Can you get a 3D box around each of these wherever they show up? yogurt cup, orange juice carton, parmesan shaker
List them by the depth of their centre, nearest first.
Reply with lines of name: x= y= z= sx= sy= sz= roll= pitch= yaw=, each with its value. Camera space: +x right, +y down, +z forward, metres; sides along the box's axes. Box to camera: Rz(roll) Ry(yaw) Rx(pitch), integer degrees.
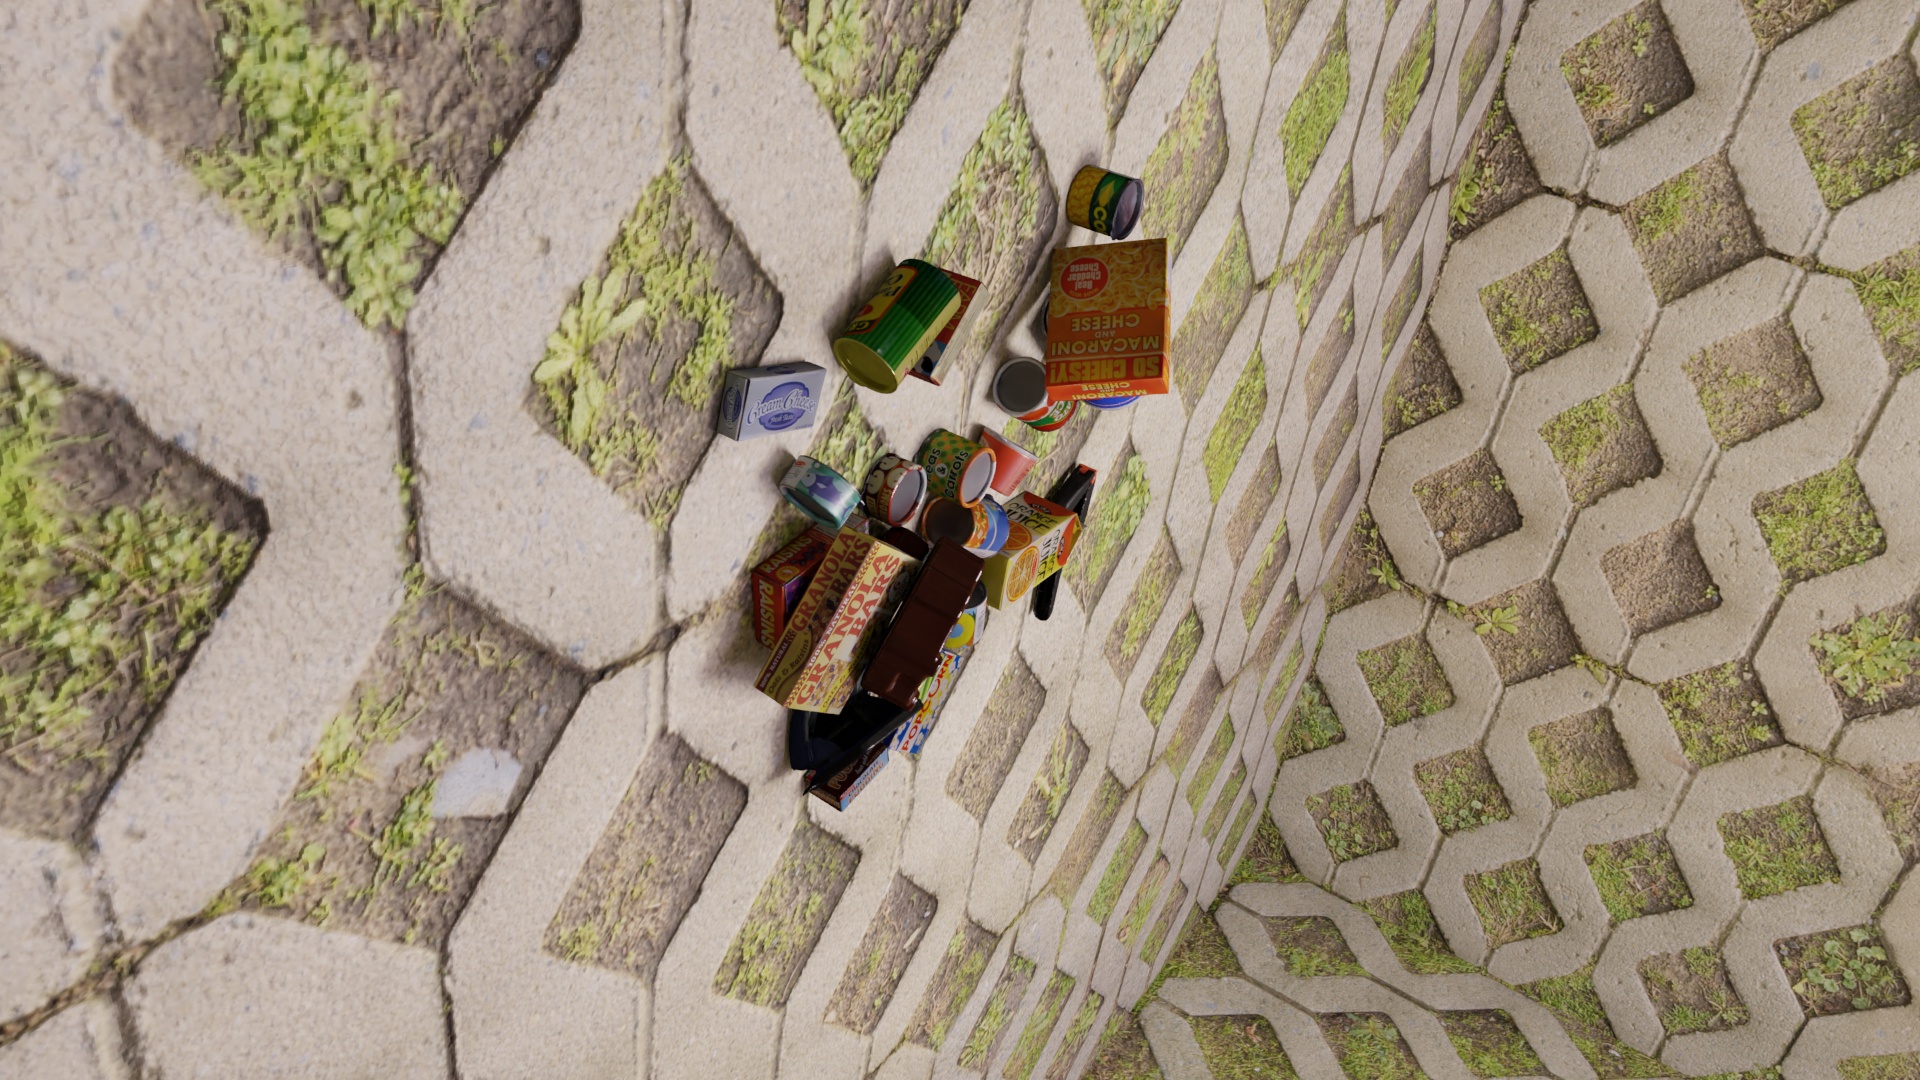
parmesan shaker: x=-0.055 y=-0.186 z=1.203 sx=0.103 sy=0.071 sz=0.071 roll=-55 pitch=153 yaw=-23
yogurt cup: x=0.042 y=-0.083 z=1.486 sx=0.054 sy=0.072 sz=0.072 roll=-59 pitch=156 yaw=6
orange juice carton: x=0.073 y=0.003 z=1.611 sx=0.193 sy=0.072 sz=0.072 roll=-33 pitch=140 yaw=-49

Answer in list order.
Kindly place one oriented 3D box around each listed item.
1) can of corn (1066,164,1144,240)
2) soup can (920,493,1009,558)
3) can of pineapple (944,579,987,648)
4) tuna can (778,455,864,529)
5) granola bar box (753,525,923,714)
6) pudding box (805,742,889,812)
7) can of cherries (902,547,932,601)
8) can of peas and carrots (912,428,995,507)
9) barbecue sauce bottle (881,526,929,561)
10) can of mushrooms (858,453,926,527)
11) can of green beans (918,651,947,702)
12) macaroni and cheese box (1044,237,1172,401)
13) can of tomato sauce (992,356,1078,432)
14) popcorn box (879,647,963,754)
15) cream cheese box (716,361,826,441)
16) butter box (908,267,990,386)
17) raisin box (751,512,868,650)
can of corn: x=0.151 y=-0.354 z=1.461 sx=0.071 sy=0.058 sz=0.070 roll=-45 pitch=148 yaw=-38
soup can: x=0.005 y=-0.018 z=1.468 sx=0.084 sy=0.071 sz=0.071 roll=9 pitch=105 yaw=-64
can of pineapple: x=-0.007 y=0.077 z=1.531 sx=0.071 sy=0.071 sz=0.057 roll=-39 pitch=145 yaw=-43
tuna can: x=-0.120 y=-0.040 z=1.198 sx=0.033 sy=0.071 sz=0.071 roll=-56 pitch=154 yaw=-15
granola bar box: x=-0.109 y=0.074 z=1.262 sx=0.165 sy=0.039 sz=0.124 roll=-61 pitch=159 yaw=0
pudding box: x=-0.120 y=0.242 z=1.473 sx=0.084 sy=0.050 sz=0.030 roll=-43 pitch=149 yaw=-38
can of cherries: x=-0.030 y=0.046 z=1.464 sx=0.072 sy=0.058 sz=0.071 roll=-45 pitch=148 yaw=-39
can of peas and carrots: x=-0.006 y=-0.073 z=1.403 sx=0.071 sy=0.059 sz=0.070 roll=-44 pitch=147 yaw=-38
barbecue sauce bottle: x=-0.090 y=0.056 z=1.361 sx=0.149 sy=0.043 sz=0.065 roll=-55 pitch=-167 yaw=-13
can of mushrooms: x=-0.065 y=-0.047 z=1.343 sx=0.071 sy=0.033 sz=0.070 roll=-45 pitch=149 yaw=-37
can of green beans: x=-0.056 y=0.133 z=1.483 sx=0.058 sy=0.071 sz=0.071 roll=-63 pitch=155 yaw=-3
macaroni and cheese box: x=0.154 y=-0.227 z=1.431 sx=0.040 sy=0.124 sz=0.167 roll=54 pitch=37 yaw=-62
can of tomato sauce: x=0.082 y=-0.156 z=1.487 sx=0.083 sy=0.071 sz=0.071 roll=17 pitch=97 yaw=-64
popcorn box: x=-0.052 y=0.174 z=1.558 sx=0.126 sy=0.038 sz=0.085 roll=-64 pitch=155 yaw=-3
cream cheese box: x=-0.151 y=-0.113 z=1.123 sx=0.104 sy=0.024 sz=0.053 roll=-19 pitch=129 yaw=-57
butter box: x=-0.019 y=-0.196 z=1.274 sx=0.103 sy=0.053 sz=0.024 roll=-62 pitch=152 yaw=-9
raisin box: x=-0.135 y=0.037 z=1.272 sx=0.124 sy=0.040 sz=0.085 roll=-40 pitch=146 yaw=-42
